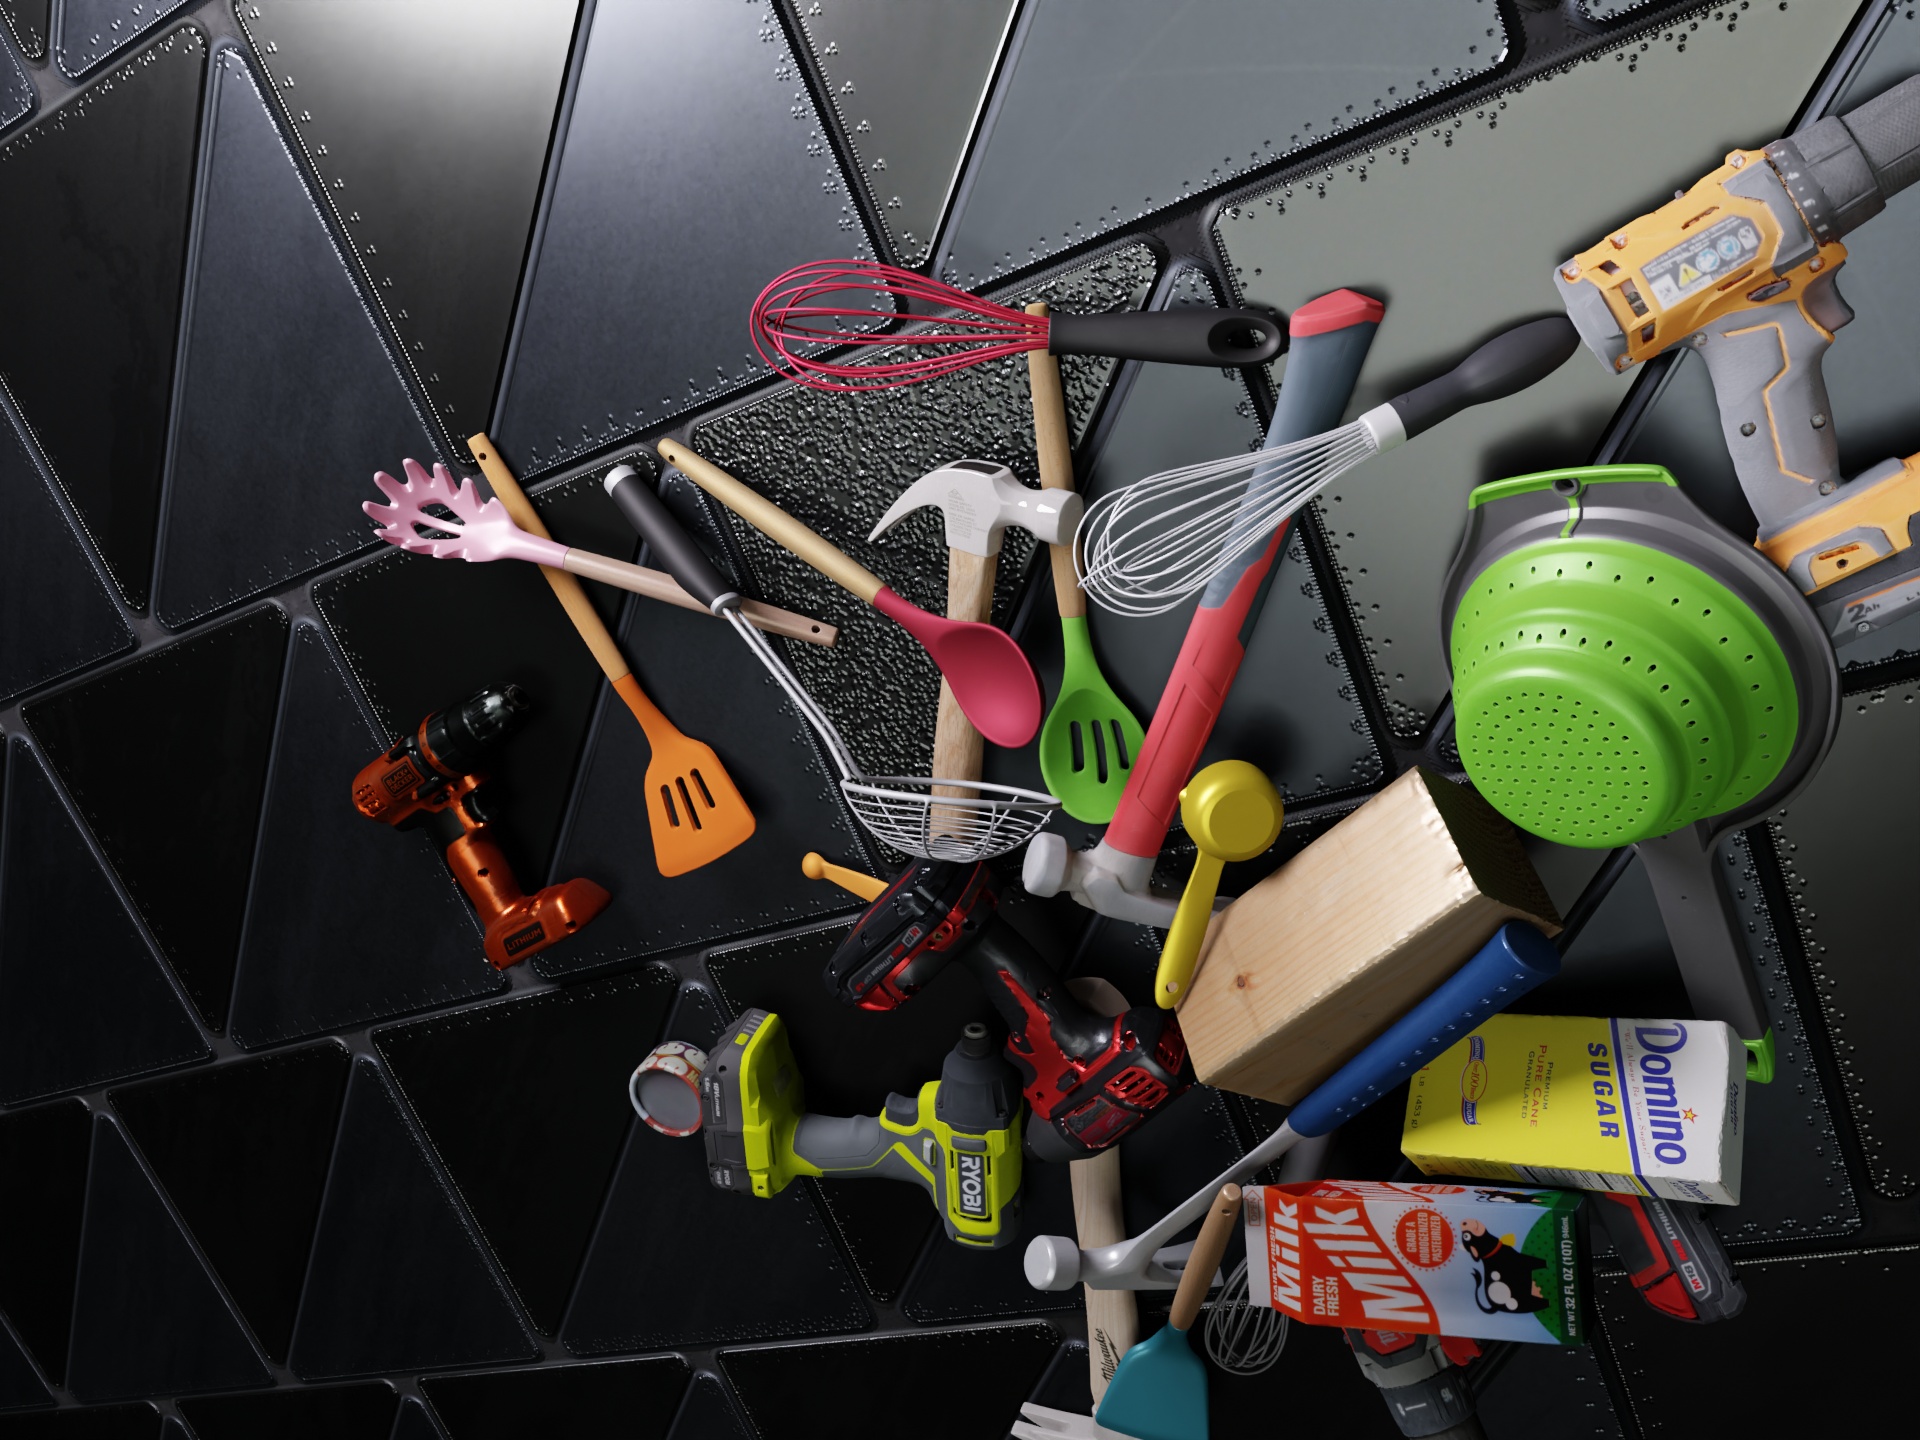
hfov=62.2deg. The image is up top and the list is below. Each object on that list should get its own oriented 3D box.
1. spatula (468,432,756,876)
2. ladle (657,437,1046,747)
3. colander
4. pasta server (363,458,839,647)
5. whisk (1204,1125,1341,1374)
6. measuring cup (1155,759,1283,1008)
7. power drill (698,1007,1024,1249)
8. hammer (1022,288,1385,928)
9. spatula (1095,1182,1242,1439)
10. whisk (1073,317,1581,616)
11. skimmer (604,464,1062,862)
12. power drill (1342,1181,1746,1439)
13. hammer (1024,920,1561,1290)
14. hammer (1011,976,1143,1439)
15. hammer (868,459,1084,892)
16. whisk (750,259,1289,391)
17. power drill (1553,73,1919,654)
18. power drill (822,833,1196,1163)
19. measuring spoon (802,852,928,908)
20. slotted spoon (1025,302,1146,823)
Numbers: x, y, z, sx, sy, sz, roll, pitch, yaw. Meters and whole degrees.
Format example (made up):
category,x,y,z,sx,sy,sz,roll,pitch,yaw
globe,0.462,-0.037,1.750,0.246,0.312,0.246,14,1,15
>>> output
category,x,y,z,sx,sy,sz,roll,pitch,yaw
spatula,-0.244,-0.048,1.073,0.081,0.041,0.322,-27,100,16
ladle,-0.069,-0.088,0.963,0.315,0.031,0.069,36,129,19
colander,0.353,0.064,0.831,0.204,0.094,0.396,0,124,48
pasta server,-0.231,-0.099,1.030,0.316,0.040,0.060,17,78,5
whisk,0.216,0.346,1.068,0.055,0.055,0.238,19,113,13
measuring cup,0.144,0.100,0.922,0.062,0.029,0.156,14,100,-10
power drill,-0.066,0.280,1.132,0.223,0.080,0.171,4,114,15
hammer,0.163,-0.050,0.906,0.143,0.038,0.386,14,114,-13
spatula,0.149,0.393,1.043,0.082,0.044,0.317,12,136,7
whisk,0.187,-0.134,0.814,0.284,0.070,0.070,-27,102,4
skimmer,-0.088,-0.049,0.962,0.090,0.127,0.363,-48,71,18
power drill,0.341,0.348,0.947,0.226,0.080,0.188,-27,77,16
hammer,0.203,0.248,0.955,0.144,0.035,0.405,14,133,-30
hammer,0.092,0.366,1.130,0.146,0.038,0.410,2,113,22
hammer,-0.002,-0.003,0.995,0.130,0.031,0.331,21,123,27
whisk,0.030,-0.212,0.869,0.296,0.073,0.073,3,114,5
power drill,0.417,-0.168,0.746,0.185,0.084,0.226,-30,95,28
power drill,0.029,0.190,1.014,0.219,0.078,0.143,41,122,-4
measuring spoon,-0.063,0.116,1.075,0.117,0.011,0.021,20,124,30
slotted spoon,0.066,-0.088,0.945,0.070,0.031,0.313,-1,110,21
